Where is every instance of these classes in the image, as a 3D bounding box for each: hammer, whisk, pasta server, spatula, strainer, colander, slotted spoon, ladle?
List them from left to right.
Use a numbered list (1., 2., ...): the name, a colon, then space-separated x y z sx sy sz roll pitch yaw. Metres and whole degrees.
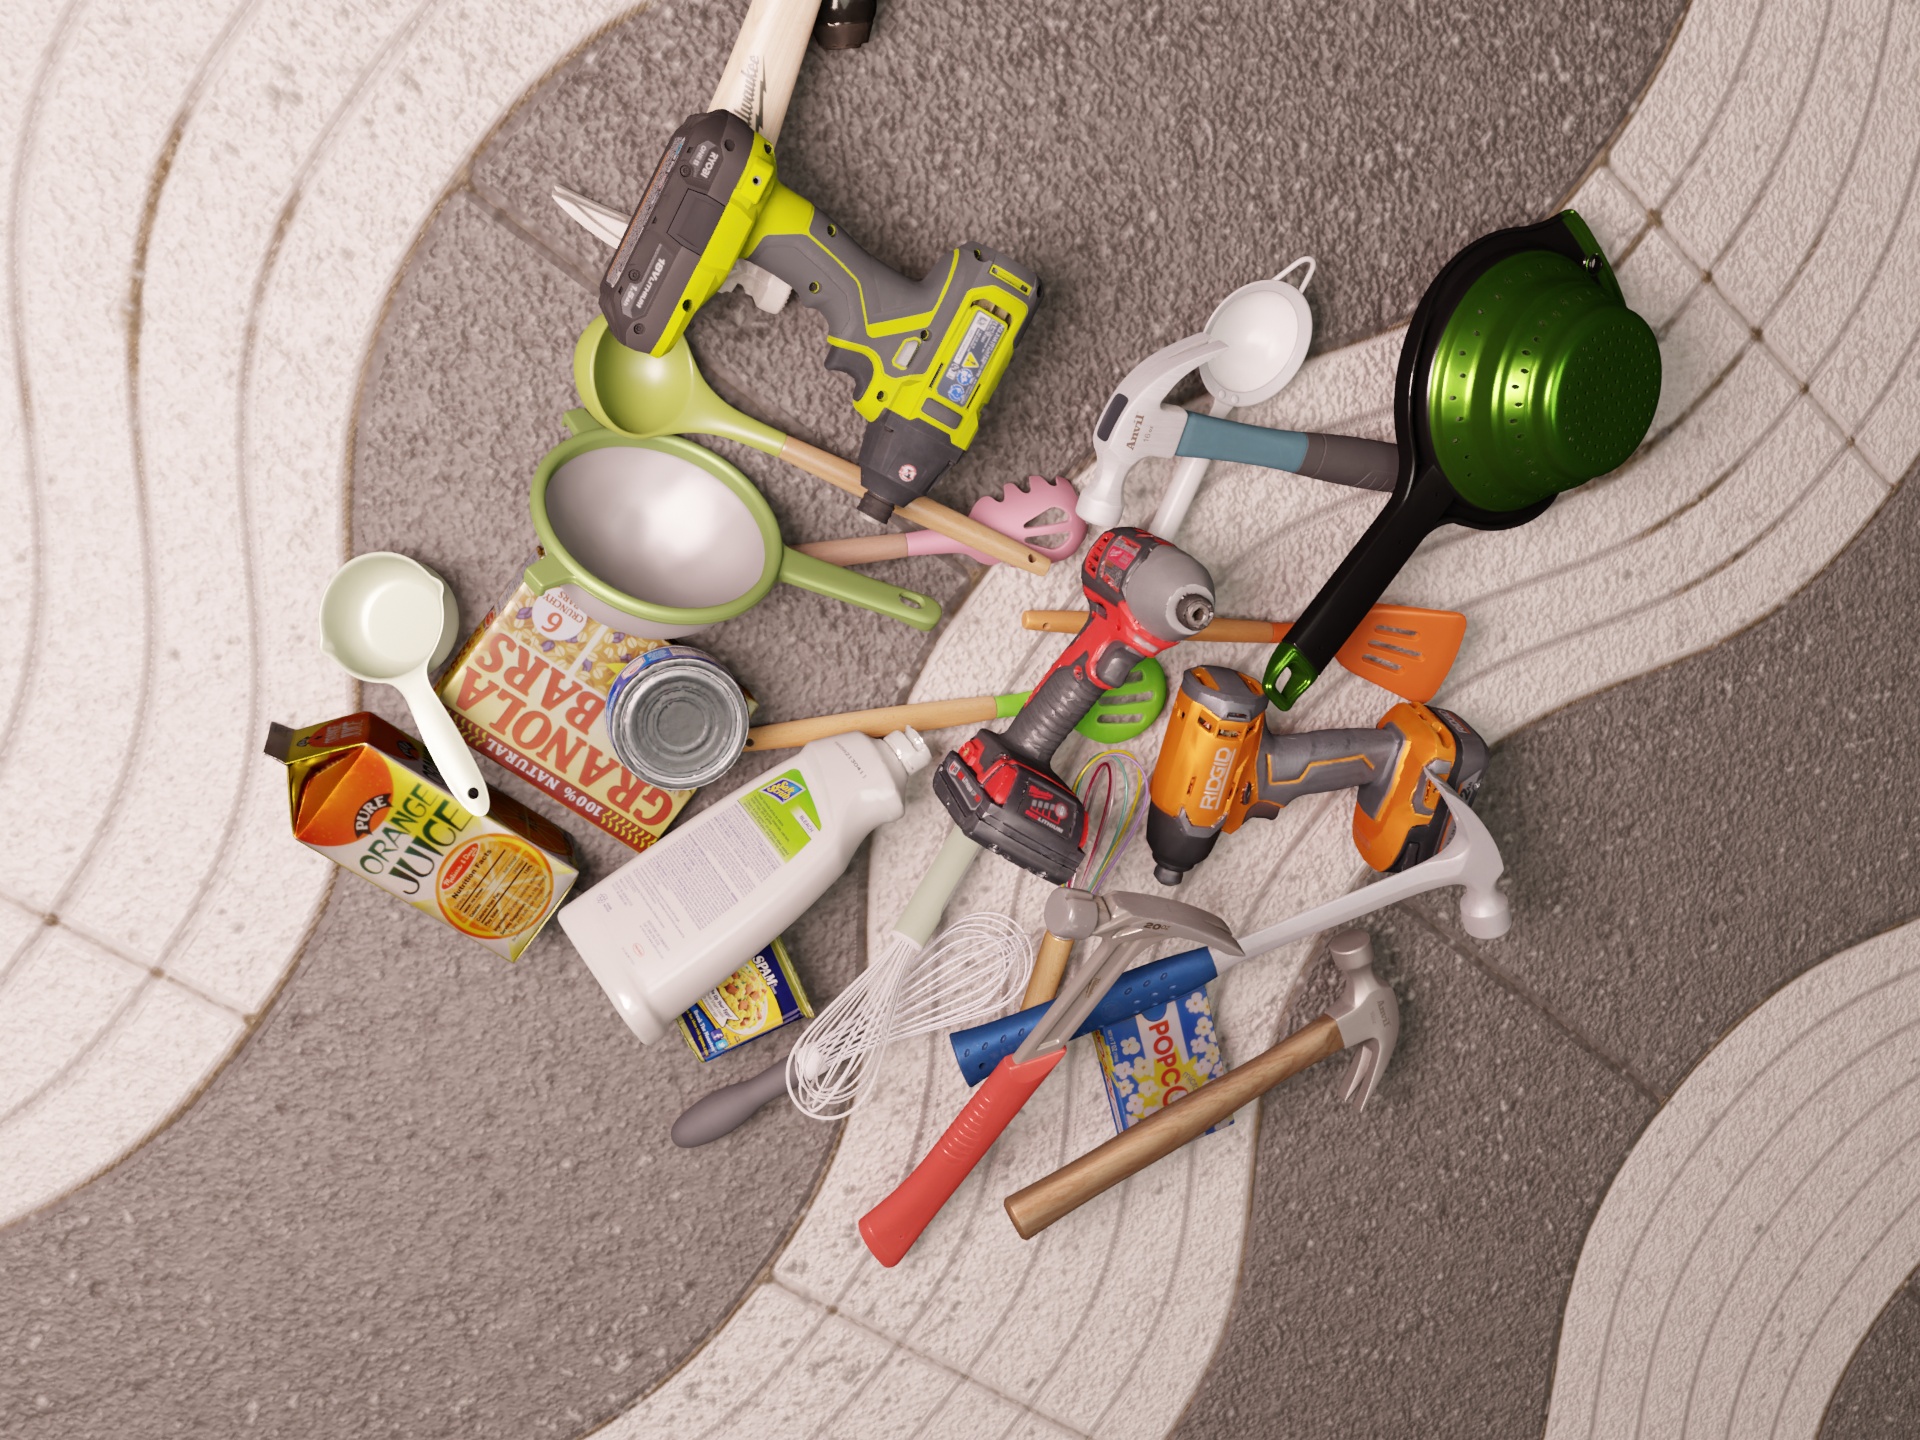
1. strainer: -0.139 -0.085 0.964 0.256 0.152 0.069 17 137 -20
2. hammer: -0.088 -0.435 0.861 0.146 0.038 0.410 19 115 -21
3. ladle: -0.082 -0.158 0.970 0.320 0.062 0.078 23 82 -16
4. whisk: -0.074 0.220 1.103 0.284 0.070 0.070 -30 112 -2
5. pasta server: -0.063 -0.111 1.026 0.316 0.040 0.060 -9 108 -11
6. whisk: -0.039 0.155 1.068 0.059 0.058 0.246 33 74 -6
7. slotted spoon: -0.002 -0.003 1.075 0.313 0.031 0.070 -7 105 -14
8. hammer: 0.040 0.254 1.091 0.149 0.037 0.359 16 121 -32
9. whisk: 0.074 0.132 1.130 0.047 0.051 0.245 -4 116 -52
10. strainer: 0.163 -0.192 1.066 0.086 0.050 0.258 15 106 -34
11. hammer: 0.182 0.286 1.169 0.331 0.031 0.130 -28 112 -11
12. hammer: 0.185 0.160 1.114 0.405 0.035 0.144 -22 120 1
13. spatula: 0.197 -0.058 1.111 0.322 0.041 0.081 2 127 -18
14. hammer: 0.236 -0.177 1.068 0.330 0.033 0.128 3 117 -29
15. colander: 0.345 -0.159 1.051 0.397 0.095 0.204 -52 124 -7

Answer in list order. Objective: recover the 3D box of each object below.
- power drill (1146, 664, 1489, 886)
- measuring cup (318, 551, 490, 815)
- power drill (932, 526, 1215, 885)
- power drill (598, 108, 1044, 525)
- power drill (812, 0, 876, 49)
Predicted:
1. power drill: 0.243 0.053 1.138 0.226 0.084 0.164 7 115 -15
2. measuring cup: -0.312 -0.019 0.934 0.083 0.038 0.167 -28 88 4
3. power drill: 0.080 -0.015 1.005 0.078 0.143 0.219 30 97 -21
4. power drill: -0.082 -0.225 0.905 0.223 0.080 0.171 25 99 -24
5. power drill: 0.003 -0.492 0.911 0.226 0.080 0.187 -9 115 -11
